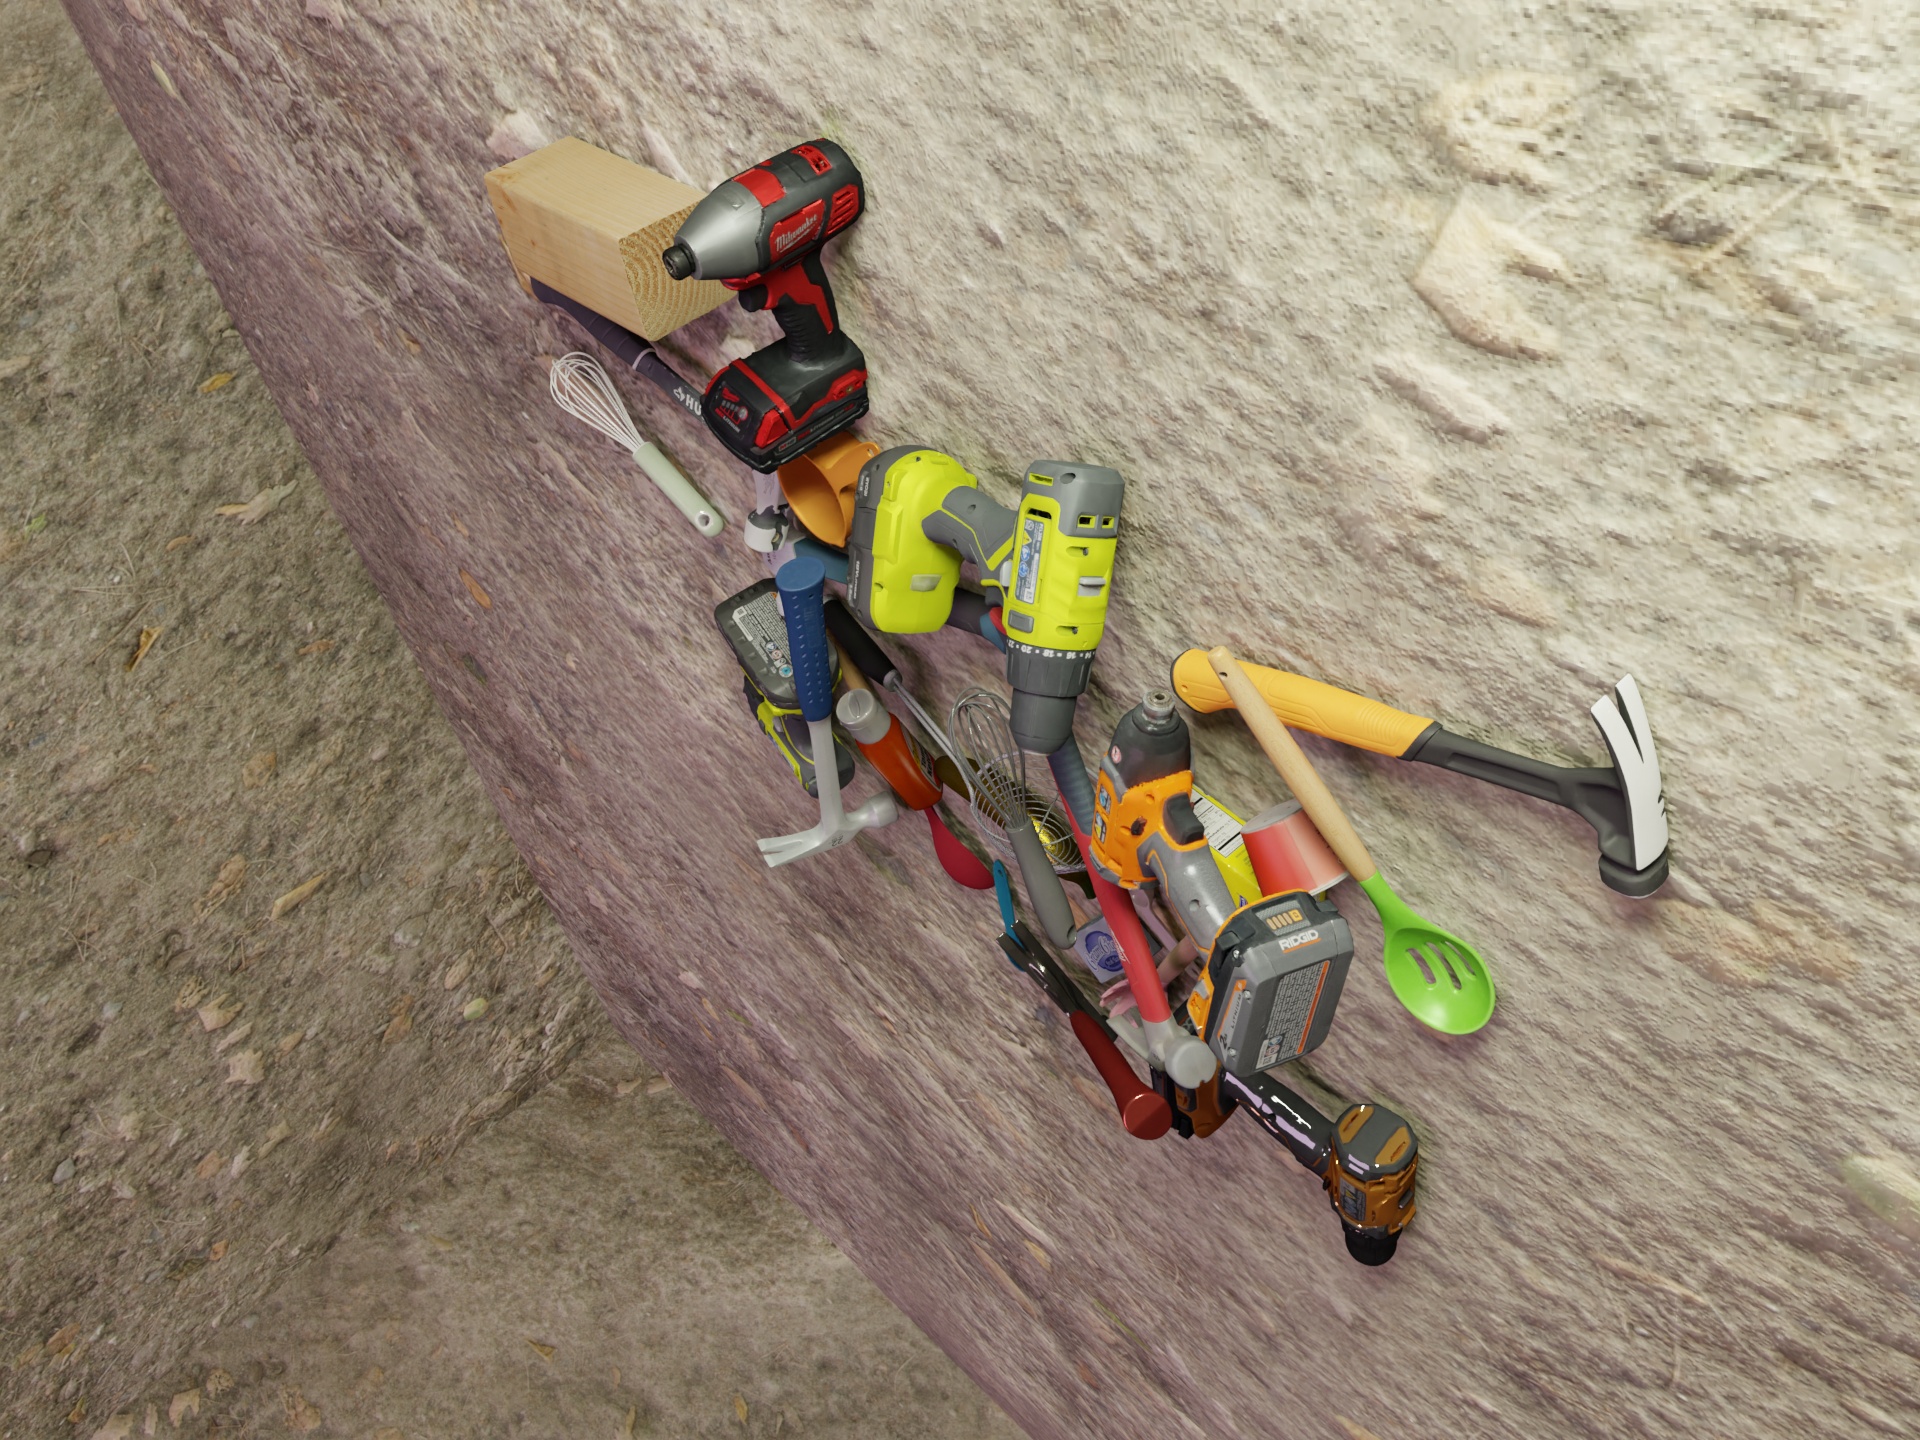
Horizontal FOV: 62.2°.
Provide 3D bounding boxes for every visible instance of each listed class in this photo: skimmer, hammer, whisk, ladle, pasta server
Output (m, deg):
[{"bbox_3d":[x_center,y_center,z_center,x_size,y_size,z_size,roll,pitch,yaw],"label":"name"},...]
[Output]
[{"bbox_3d":[-0.002,-0.004,1.369,0.364,0.090,0.127,49,144,35],"label":"skimmer"},{"bbox_3d":[-0.062,-0.113,1.317,0.331,0.033,0.128,23,133,44],"label":"hammer"},{"bbox_3d":[0.248,0.000,0.932,0.337,0.034,0.127,21,141,50],"label":"hammer"},{"bbox_3d":[0.111,0.268,1.355,0.149,0.037,0.359,48,179,-8],"label":"hammer"},{"bbox_3d":[0.046,0.080,1.235,0.055,0.055,0.238,14,132,54],"label":"whisk"},{"bbox_3d":[-0.320,-0.272,1.571,0.246,0.058,0.059,47,-171,7],"label":"whisk"},{"bbox_3d":[-0.270,-0.315,1.405,0.409,0.036,0.149,42,135,31],"label":"hammer"},{"bbox_3d":[-0.057,0.037,1.527,0.315,0.031,0.069,61,156,-12],"label":"ladle"},{"bbox_3d":[-0.133,0.003,1.445,0.035,0.144,0.405,56,162,32],"label":"hammer"},{"bbox_3d":[0.167,0.207,1.291,0.060,0.040,0.316,36,162,9],"label":"pasta server"},{"bbox_3d":[0.096,0.089,1.213,0.386,0.038,0.143,70,166,-13],"label":"hammer"}]

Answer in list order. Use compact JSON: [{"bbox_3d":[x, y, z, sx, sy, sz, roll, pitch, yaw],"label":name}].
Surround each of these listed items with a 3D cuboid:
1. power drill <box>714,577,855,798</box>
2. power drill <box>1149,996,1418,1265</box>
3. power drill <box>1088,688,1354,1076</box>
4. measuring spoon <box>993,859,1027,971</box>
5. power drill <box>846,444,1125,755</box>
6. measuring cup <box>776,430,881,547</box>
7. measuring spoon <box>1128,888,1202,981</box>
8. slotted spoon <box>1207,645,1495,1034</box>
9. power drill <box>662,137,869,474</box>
[{"bbox_3d":[-0.175,-0.036,1.564,0.171,0.080,0.223,52,164,21],"label":"power drill"},{"bbox_3d":[0.267,0.342,1.296,0.226,0.084,0.185,28,148,35],"label":"power drill"},{"bbox_3d":[0.157,0.095,1.026,0.164,0.084,0.227,92,155,-43],"label":"power drill"},{"bbox_3d":[0.054,0.187,1.546,0.042,0.021,0.128,23,132,49],"label":"measuring spoon"},{"bbox_3d":[0.015,-0.093,1.095,0.229,0.080,0.190,25,112,50],"label":"power drill"},{"bbox_3d":[-0.083,-0.197,1.237,0.095,0.052,0.173,57,153,-8],"label":"measuring cup"},{"bbox_3d":[0.172,0.171,1.317,0.124,0.018,0.034,53,156,-16],"label":"measuring spoon"},{"bbox_3d":[0.243,0.076,0.995,0.070,0.031,0.313,-21,114,42],"label":"slotted spoon"},{"bbox_3d":[-0.132,-0.283,1.104,0.079,0.143,0.219,45,156,24],"label":"power drill"}]
